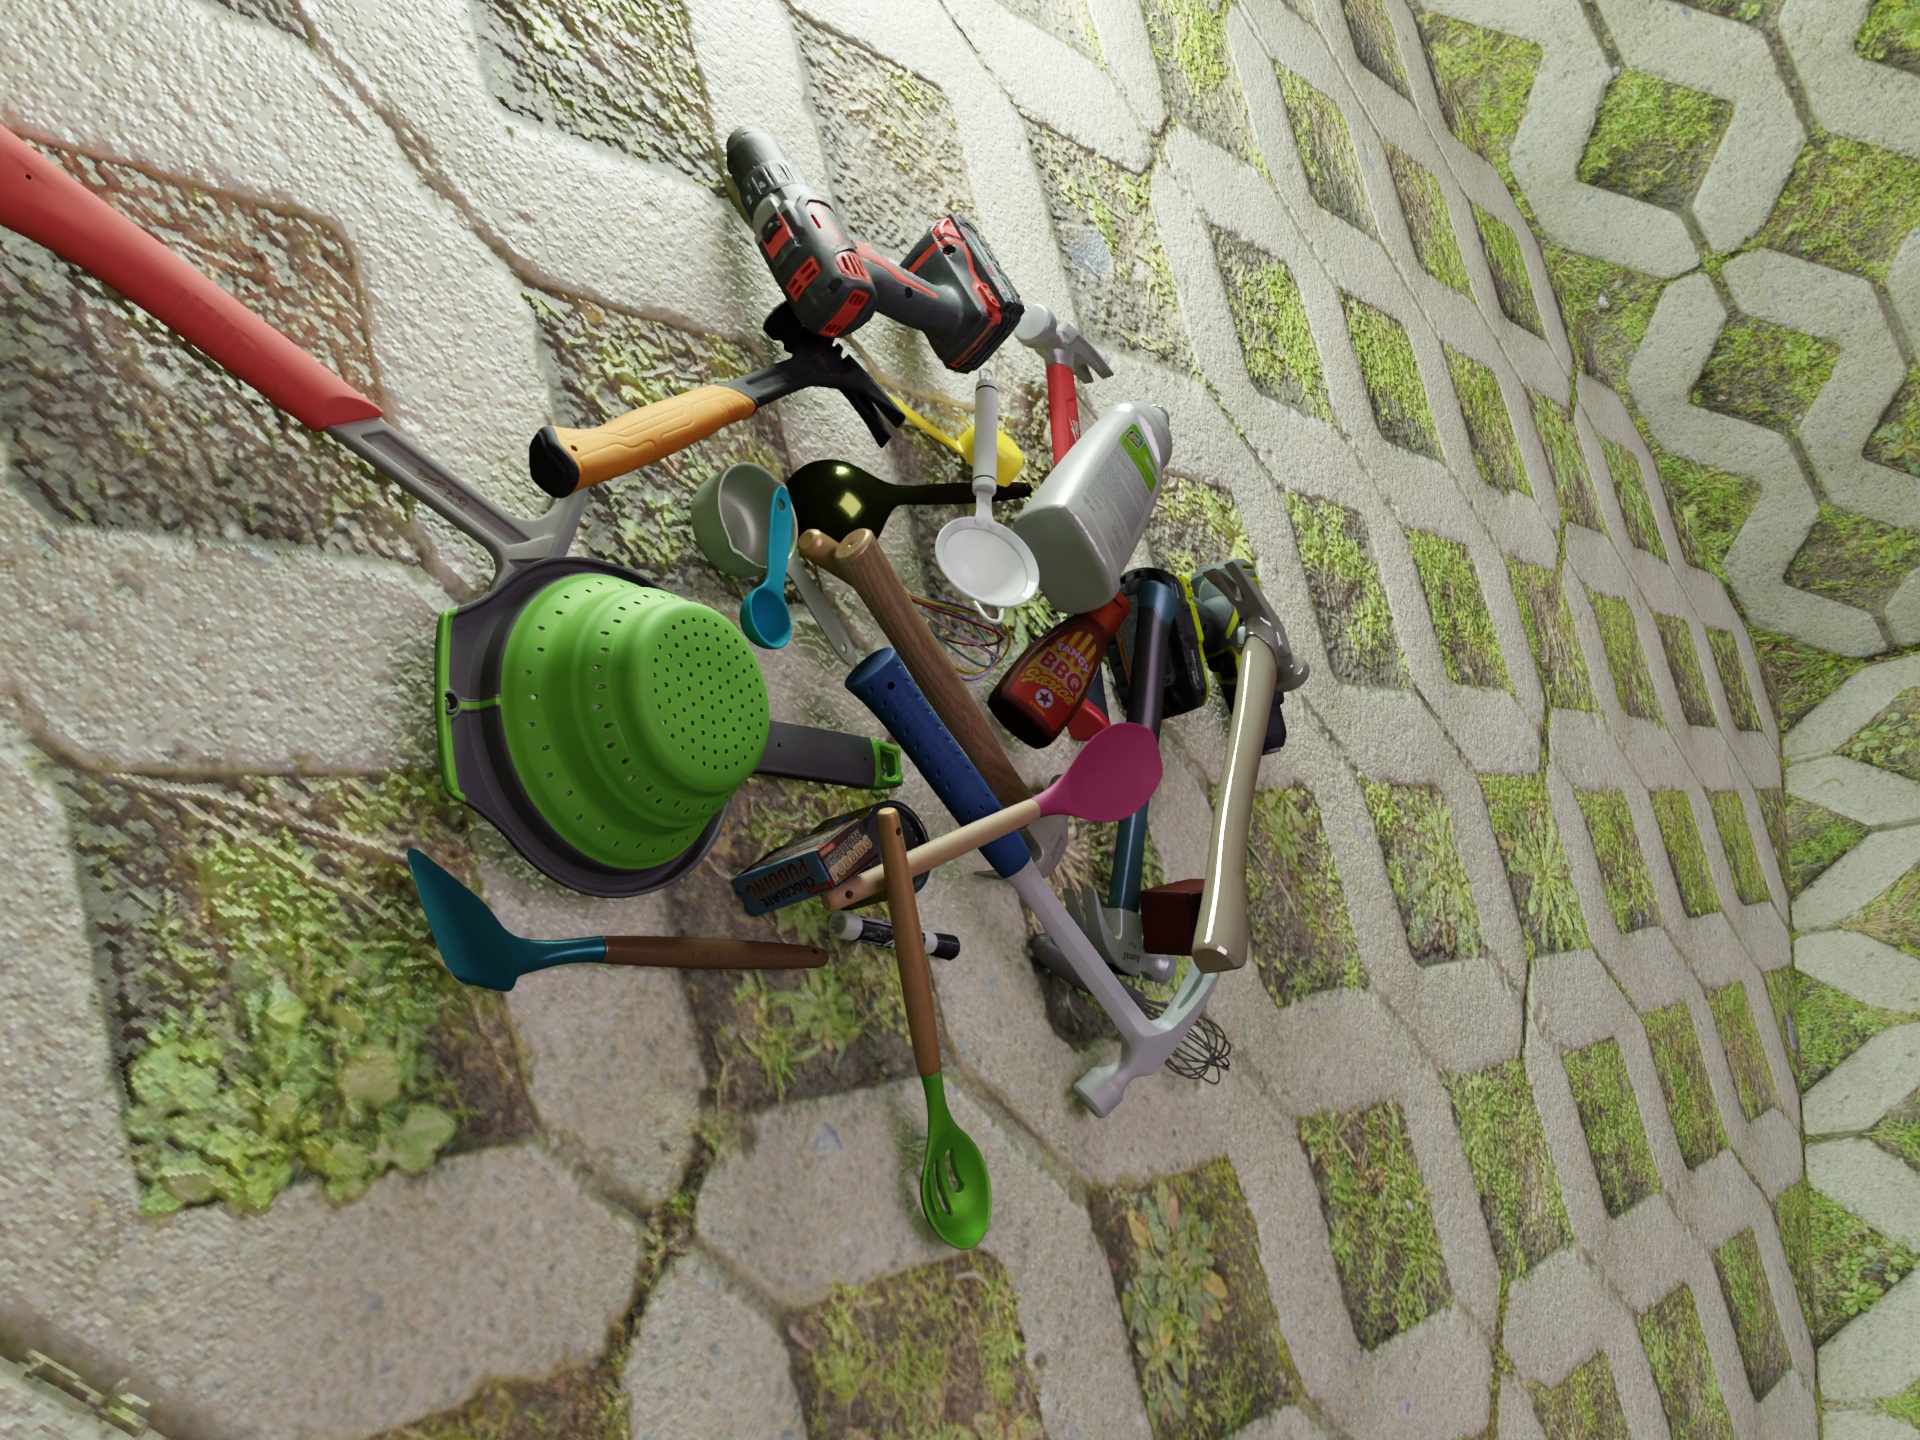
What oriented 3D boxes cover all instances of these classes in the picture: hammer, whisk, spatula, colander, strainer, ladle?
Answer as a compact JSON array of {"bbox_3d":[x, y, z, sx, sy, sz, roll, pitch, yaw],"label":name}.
[{"bbox_3d":[-0.160,-0.201,1.055,0.127,0.034,0.337,46,35,2],"label":"hammer"},{"bbox_3d":[0.229,0.036,1.329,0.146,0.038,0.411,50,37,-27],"label":"hammer"},{"bbox_3d":[-0.002,-0.004,1.171,0.331,0.031,0.130,57,44,-34],"label":"hammer"},{"bbox_3d":[0.149,0.046,1.329,0.128,0.033,0.331,21,72,-45],"label":"hammer"},{"bbox_3d":[0.139,0.232,1.283,0.238,0.055,0.055,37,49,-30],"label":"whisk"},{"bbox_3d":[-0.358,-0.191,0.859,0.358,0.037,0.149,39,48,-35],"label":"hammer"},{"bbox_3d":[0.108,-0.168,1.409,0.143,0.038,0.386,21,61,-57],"label":"hammer"},{"bbox_3d":[-0.036,-0.089,1.180,0.244,0.047,0.051,29,49,-50],"label":"whisk"},{"bbox_3d":[-0.184,0.130,0.930,0.317,0.044,0.082,12,39,-50],"label":"spatula"},{"bbox_3d":[0.050,0.110,1.159,0.144,0.035,0.405,-41,114,-12],"label":"hammer"},{"bbox_3d":[-0.131,0.004,0.978,0.396,0.094,0.205,11,68,-54],"label":"colander"},{"bbox_3d":[0.019,-0.175,1.249,0.086,0.050,0.259,13,60,-20],"label":"strainer"},{"bbox_3d":[-0.030,-0.172,1.255,0.320,0.062,0.078,-17,76,-59],"label":"ladle"}]

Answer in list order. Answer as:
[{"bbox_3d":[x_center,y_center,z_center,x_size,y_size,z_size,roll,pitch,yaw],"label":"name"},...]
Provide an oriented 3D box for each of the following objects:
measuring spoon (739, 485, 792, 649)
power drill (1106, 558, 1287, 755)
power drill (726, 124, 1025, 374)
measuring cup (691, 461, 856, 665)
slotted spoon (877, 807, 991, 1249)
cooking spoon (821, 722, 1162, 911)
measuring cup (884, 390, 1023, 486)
[{"bbox_3d":[-0.129,-0.102,1.059,0.042,0.021,0.129,38,44,-45],"label":"measuring spoon"},{"bbox_3d":[0.231,-0.057,1.489,0.228,0.080,0.190,-3,77,-54],"label":"power drill"},{"bbox_3d":[-0.073,-0.365,1.232,0.226,0.080,0.188,0,55,-50],"label":"power drill"},{"bbox_3d":[-0.128,-0.100,1.104,0.167,0.038,0.083,57,39,-26],"label":"measuring cup"},{"bbox_3d":[-0.023,0.205,1.045,0.070,0.031,0.313,-30,116,-52],"label":"slotted spoon"},{"bbox_3d":[0.032,0.069,1.100,0.319,0.017,0.068,-21,101,-38],"label":"cooking spoon"},{"bbox_3d":[-0.009,-0.242,1.298,0.156,0.029,0.062,27,26,-35],"label":"measuring cup"}]
